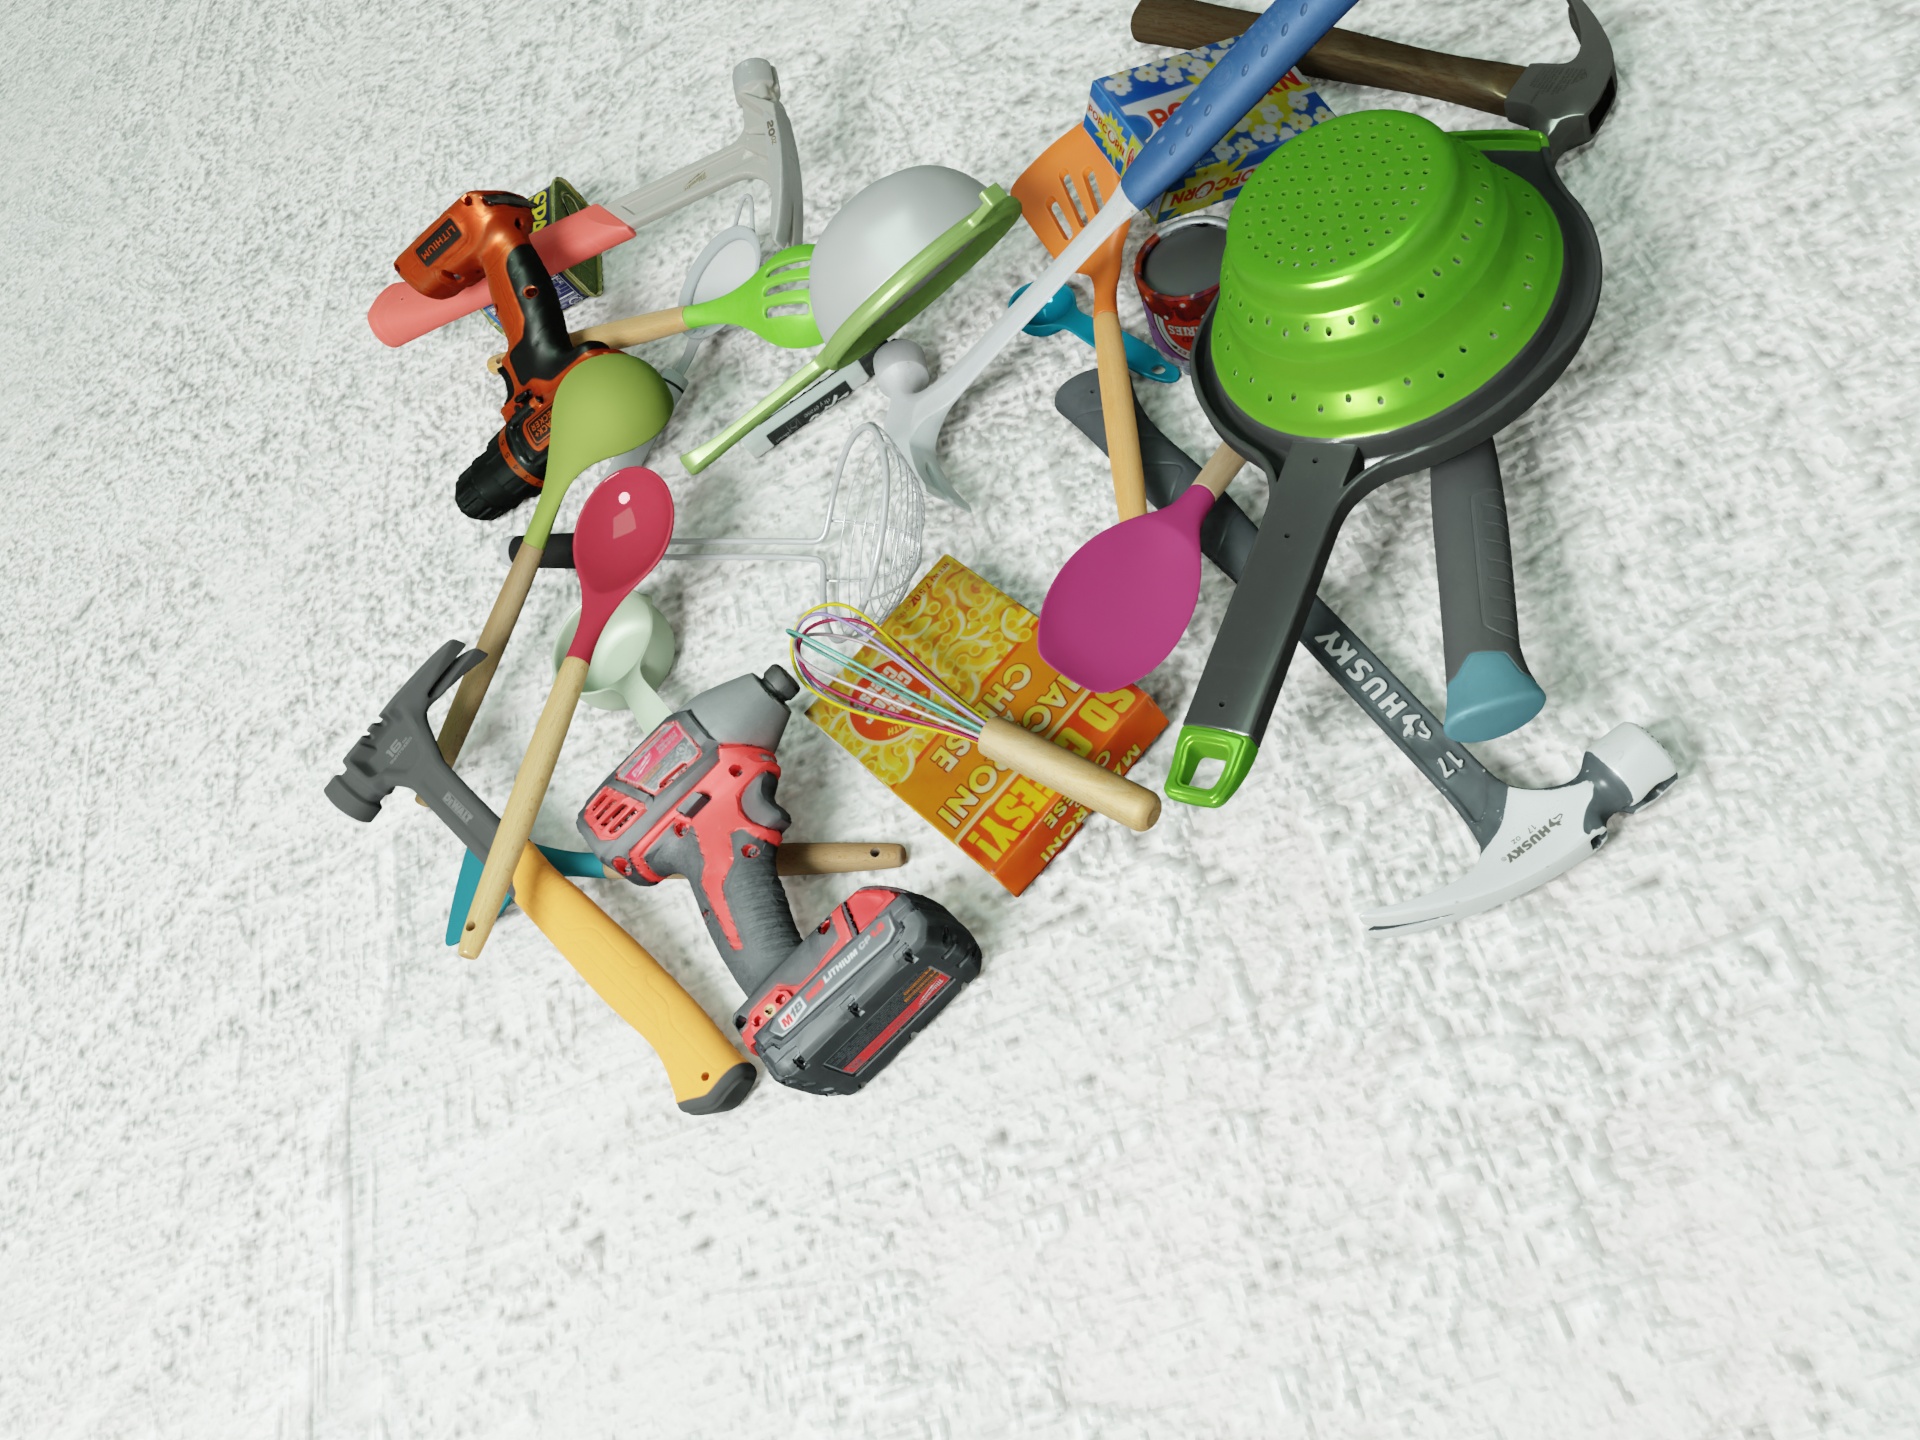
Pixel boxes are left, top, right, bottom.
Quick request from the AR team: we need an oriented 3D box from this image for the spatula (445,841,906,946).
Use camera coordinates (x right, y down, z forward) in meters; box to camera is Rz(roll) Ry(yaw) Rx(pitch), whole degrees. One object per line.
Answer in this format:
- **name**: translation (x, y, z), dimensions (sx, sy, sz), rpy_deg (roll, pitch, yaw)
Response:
- **spatula**: translation (-0.175, 0.085, 0.923), dimensions (0.317, 0.044, 0.082), rpy_deg (-3, 63, 21)

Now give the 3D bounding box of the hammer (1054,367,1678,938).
- **hammer**: translation (0.162, -0.062, 0.820), dimensions (0.149, 0.036, 0.409), rpy_deg (-39, 53, 4)

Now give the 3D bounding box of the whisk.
- **whisk**: translation (-0.001, -0.005, 0.816), dimensions (0.245, 0.051, 0.047), rpy_deg (26, 73, 32)

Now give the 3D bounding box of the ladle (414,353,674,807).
- **ladle**: translation (-0.274, -0.086, 1.019), dimensions (0.078, 0.062, 0.320), rpy_deg (32, 101, 31)

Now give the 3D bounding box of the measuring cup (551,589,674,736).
- **measuring cup**: translation (-0.192, -0.014, 0.976), dimensions (0.083, 0.038, 0.168), rpy_deg (-42, 55, 1)

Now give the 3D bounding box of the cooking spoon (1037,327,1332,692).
- **cooking spoon**: translation (0.140, -0.135, 0.835), dimensions (0.069, 0.017, 0.319), rpy_deg (34, 66, 9)

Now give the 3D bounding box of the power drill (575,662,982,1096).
- **power drill**: translation (-0.096, 0.075, 0.833), dimensions (0.143, 0.078, 0.220), rpy_deg (-45, 60, 2)

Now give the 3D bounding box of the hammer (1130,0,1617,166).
- **hammer**: translation (0.239, -0.405, 0.967), dimensions (0.332, 0.031, 0.130), rpy_deg (32, 82, 36)

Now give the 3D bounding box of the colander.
- **colander**: translation (0.164, -0.152, 0.746), dimensions (0.205, 0.094, 0.397), rpy_deg (11, 69, 36)

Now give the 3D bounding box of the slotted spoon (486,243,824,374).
- **slotted spoon**: translation (-0.204, -0.266, 1.075), dimensions (0.314, 0.031, 0.070), rpy_deg (-4, 81, 29)

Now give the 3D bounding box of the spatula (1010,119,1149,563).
- **spatula**: translation (0.079, -0.215, 0.904), dimensions (0.081, 0.041, 0.323), rpy_deg (-31, 47, 34)

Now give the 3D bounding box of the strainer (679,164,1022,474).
- **strainer**: translation (-0.082, -0.250, 0.954), dimensions (0.256, 0.151, 0.069), rpy_deg (-37, 97, 9)

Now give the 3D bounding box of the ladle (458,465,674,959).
- **ladle**: translation (-0.227, -0.012, 0.910), dimensions (0.069, 0.031, 0.316), rpy_deg (1, 60, 22)

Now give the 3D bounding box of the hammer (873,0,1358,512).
- **hammer**: translation (0.088, -0.276, 0.870), dimensions (0.405, 0.035, 0.144), rpy_deg (-41, 46, 34)

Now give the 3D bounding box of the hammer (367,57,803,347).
- **hammer**: translation (-0.272, -0.332, 1.124), dimensions (0.359, 0.036, 0.149), rpy_deg (-16, 70, 22)

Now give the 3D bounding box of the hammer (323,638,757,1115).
- **hammer**: translation (-0.229, 0.093, 0.898), dimensions (0.337, 0.034, 0.127), rpy_deg (40, 92, 25)

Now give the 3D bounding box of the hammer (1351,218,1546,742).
- **hammer**: translation (0.248, -0.135, 0.781), dimensions (0.128, 0.033, 0.331), rpy_deg (-3, 56, 14)

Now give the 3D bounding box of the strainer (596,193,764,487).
- **strainer**: translation (-0.193, -0.240, 1.098), dimensions (0.087, 0.050, 0.258), rpy_deg (22, 81, 47)

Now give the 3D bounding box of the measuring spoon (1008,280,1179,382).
- **measuring spoon**: translation (0.082, -0.229, 0.966), dimensions (0.129, 0.021, 0.042), rpy_deg (37, 69, 28)

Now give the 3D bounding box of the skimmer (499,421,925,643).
- **skimmer**: translation (-0.172, -0.113, 0.983), dimensions (0.363, 0.090, 0.127), rpy_deg (3, 86, 31)
